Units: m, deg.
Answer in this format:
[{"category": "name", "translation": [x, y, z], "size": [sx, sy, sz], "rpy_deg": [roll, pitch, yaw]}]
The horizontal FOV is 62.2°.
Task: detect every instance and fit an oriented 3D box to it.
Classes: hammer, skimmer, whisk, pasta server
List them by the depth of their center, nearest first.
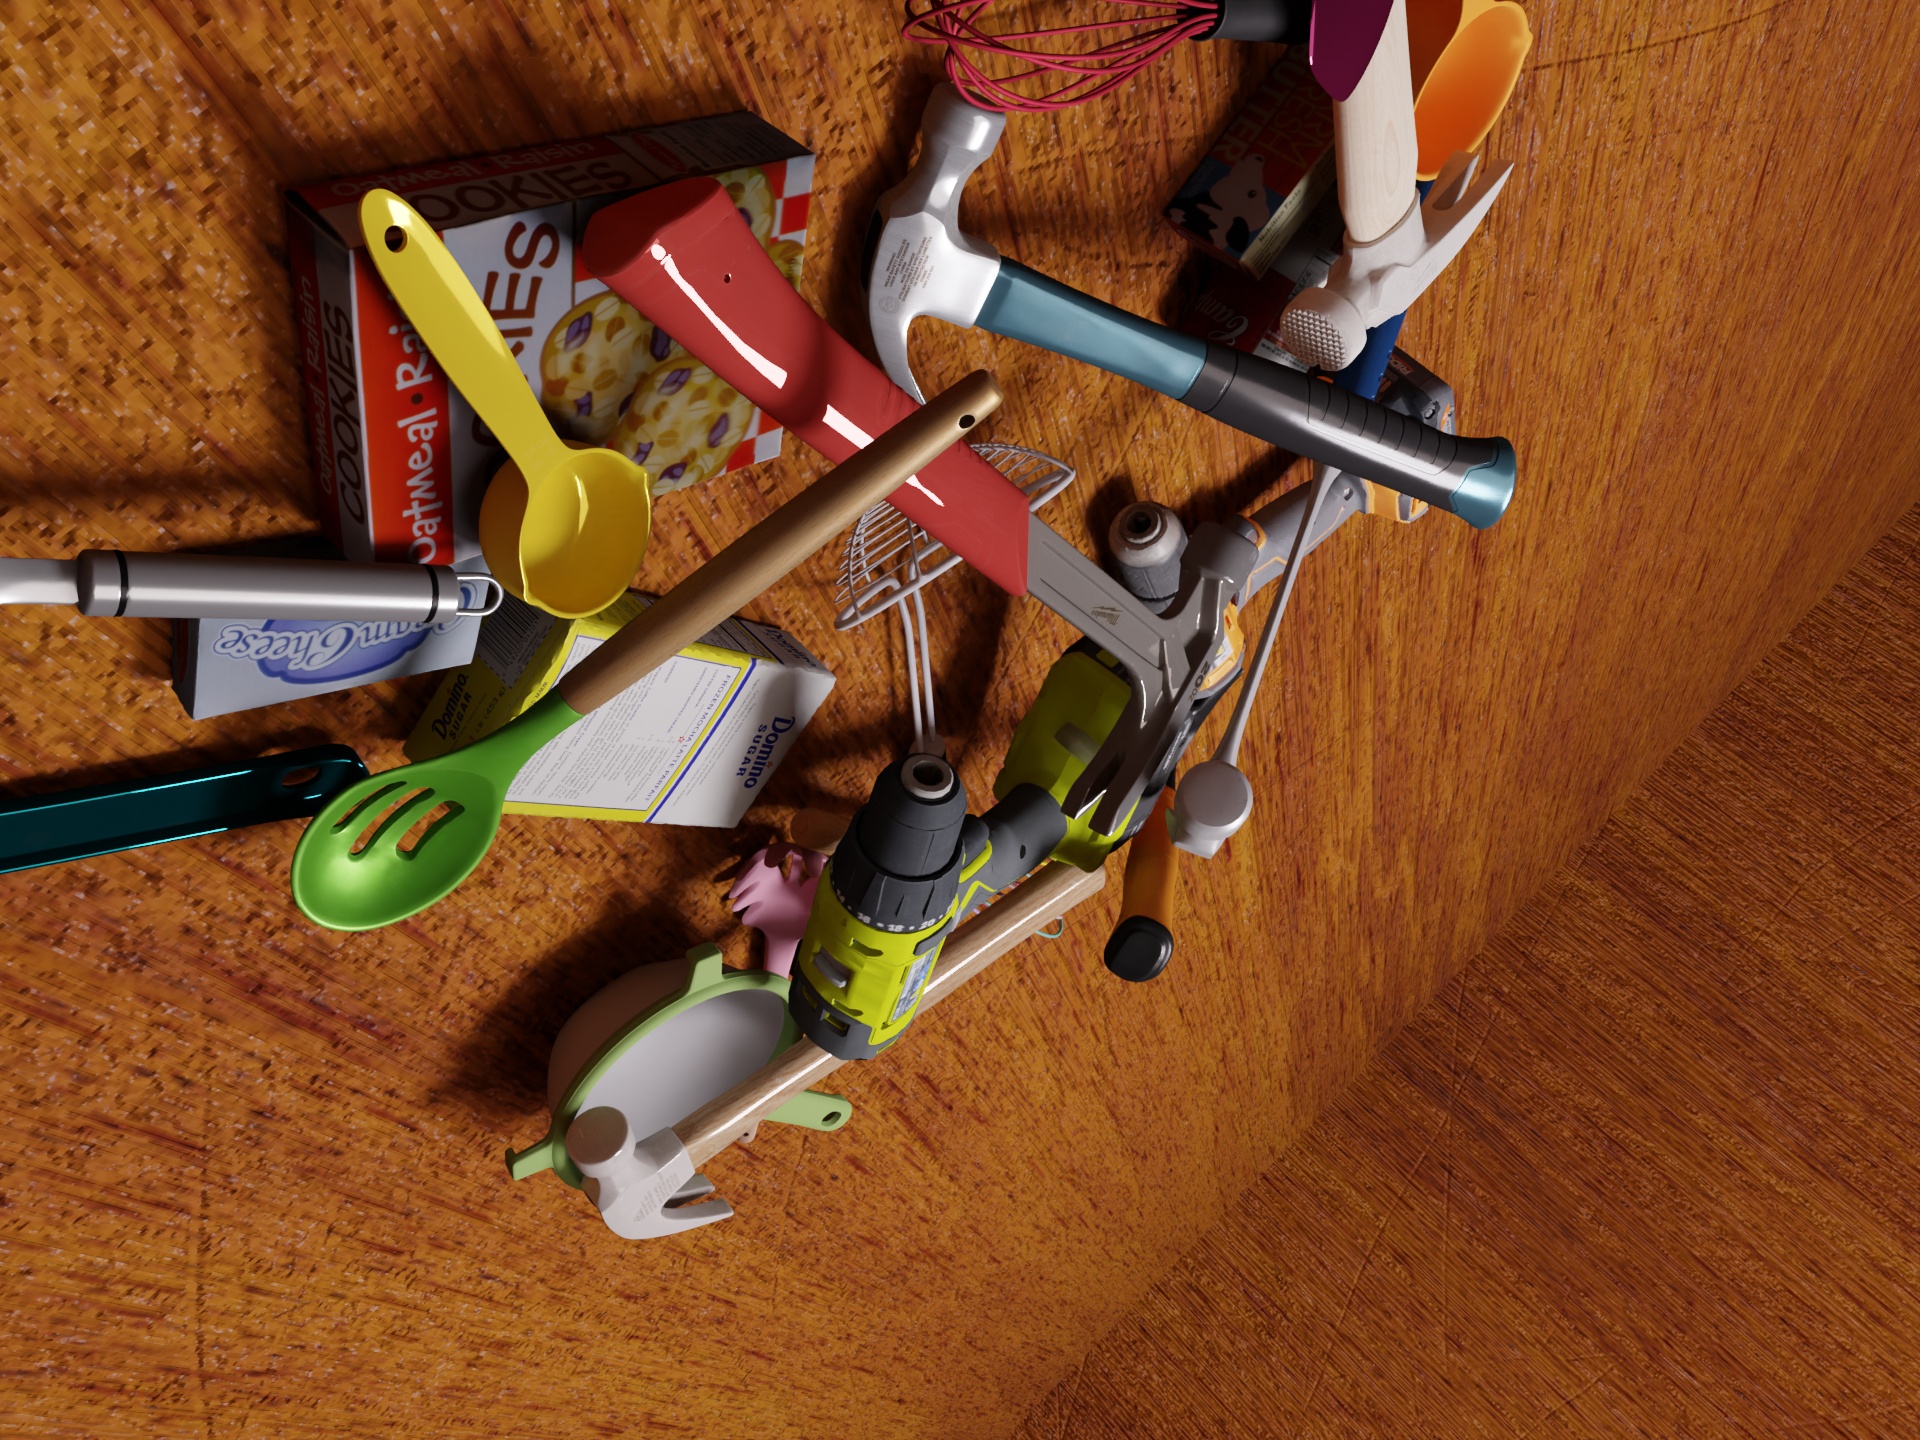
[{"category": "hammer", "translation": [0.153, -0.332, 0.596], "size": [0.146, 0.038, 0.410], "rpy_deg": [-47, 143, -19]}, {"category": "hammer", "translation": [-0.004, -0.074, 0.600], "size": [0.358, 0.037, 0.149], "rpy_deg": [31, 87, -49]}, {"category": "whisk", "translation": [0.083, -0.277, 0.620], "size": [0.296, 0.073, 0.073], "rpy_deg": [-26, 146, -45]}, {"category": "hammer", "translation": [0.110, -0.147, 0.679], "size": [0.330, 0.033, 0.128], "rpy_deg": [15, 123, -24]}, {"category": "hammer", "translation": [0.182, -0.120, 0.810], "size": [0.144, 0.035, 0.405], "rpy_deg": [77, 33, -76]}, {"category": "skimmer", "translation": [-0.001, -0.003, 0.815], "size": [0.127, 0.090, 0.363], "rpy_deg": [-38, 151, -23]}, {"category": "hammer", "translation": [-0.053, 0.165, 0.859], "size": [0.331, 0.031, 0.129], "rpy_deg": [-32, 145, -22]}, {"category": "whisk", "translation": [-0.011, 0.088, 0.904], "size": [0.047, 0.051, 0.244], "rpy_deg": [-25, 152, 29]}, {"category": "pasta server", "translation": [-0.114, 0.171, 0.938], "size": [0.040, 0.060, 0.316], "rpy_deg": [-79, -177, -45]}, {"category": "hammer", "translation": [0.122, 0.057, 0.955], "size": [0.127, 0.034, 0.337], "rpy_deg": [-60, -179, 21]}]

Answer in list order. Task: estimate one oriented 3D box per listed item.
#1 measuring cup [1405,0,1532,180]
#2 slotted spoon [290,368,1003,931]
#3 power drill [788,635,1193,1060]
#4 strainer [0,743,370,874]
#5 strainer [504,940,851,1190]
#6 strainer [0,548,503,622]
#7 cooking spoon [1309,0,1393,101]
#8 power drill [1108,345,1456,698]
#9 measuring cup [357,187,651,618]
[{"category": "measuring cup", "translation": [0.219, -0.337, 0.741], "size": [0.095, 0.052, 0.173], "rpy_deg": [-41, 149, -12]}, {"category": "slotted spoon", "translation": [-0.113, -0.022, 0.548], "size": [0.313, 0.031, 0.070], "rpy_deg": [-35, 144, 15]}, {"category": "power drill", "translation": [0.016, 0.050, 0.789], "size": [0.228, 0.080, 0.190], "rpy_deg": [-35, 156, -39]}, {"category": "strainer", "translation": [-0.318, 0.069, 0.458], "size": [0.340, 0.095, 0.211], "rpy_deg": [-13, 137, -45]}, {"category": "strainer", "translation": [-0.139, 0.188, 0.880], "size": [0.151, 0.069, 0.256], "rpy_deg": [-48, 150, 2]}, {"category": "strainer", "translation": [-0.249, -0.037, 0.442], "size": [0.258, 0.050, 0.087], "rpy_deg": [-2, 101, -42]}, {"category": "cooking spoon", "translation": [0.175, -0.377, 0.551], "size": [0.068, 0.017, 0.319], "rpy_deg": [7, 101, -56]}, {"category": "power drill", "translation": [0.182, -0.126, 0.934], "size": [0.226, 0.084, 0.185], "rpy_deg": [-42, 151, -1]}, {"category": "measuring cup", "translation": [-0.144, -0.095, 0.485], "size": [0.062, 0.029, 0.156], "rpy_deg": [-54, 144, -25]}]
